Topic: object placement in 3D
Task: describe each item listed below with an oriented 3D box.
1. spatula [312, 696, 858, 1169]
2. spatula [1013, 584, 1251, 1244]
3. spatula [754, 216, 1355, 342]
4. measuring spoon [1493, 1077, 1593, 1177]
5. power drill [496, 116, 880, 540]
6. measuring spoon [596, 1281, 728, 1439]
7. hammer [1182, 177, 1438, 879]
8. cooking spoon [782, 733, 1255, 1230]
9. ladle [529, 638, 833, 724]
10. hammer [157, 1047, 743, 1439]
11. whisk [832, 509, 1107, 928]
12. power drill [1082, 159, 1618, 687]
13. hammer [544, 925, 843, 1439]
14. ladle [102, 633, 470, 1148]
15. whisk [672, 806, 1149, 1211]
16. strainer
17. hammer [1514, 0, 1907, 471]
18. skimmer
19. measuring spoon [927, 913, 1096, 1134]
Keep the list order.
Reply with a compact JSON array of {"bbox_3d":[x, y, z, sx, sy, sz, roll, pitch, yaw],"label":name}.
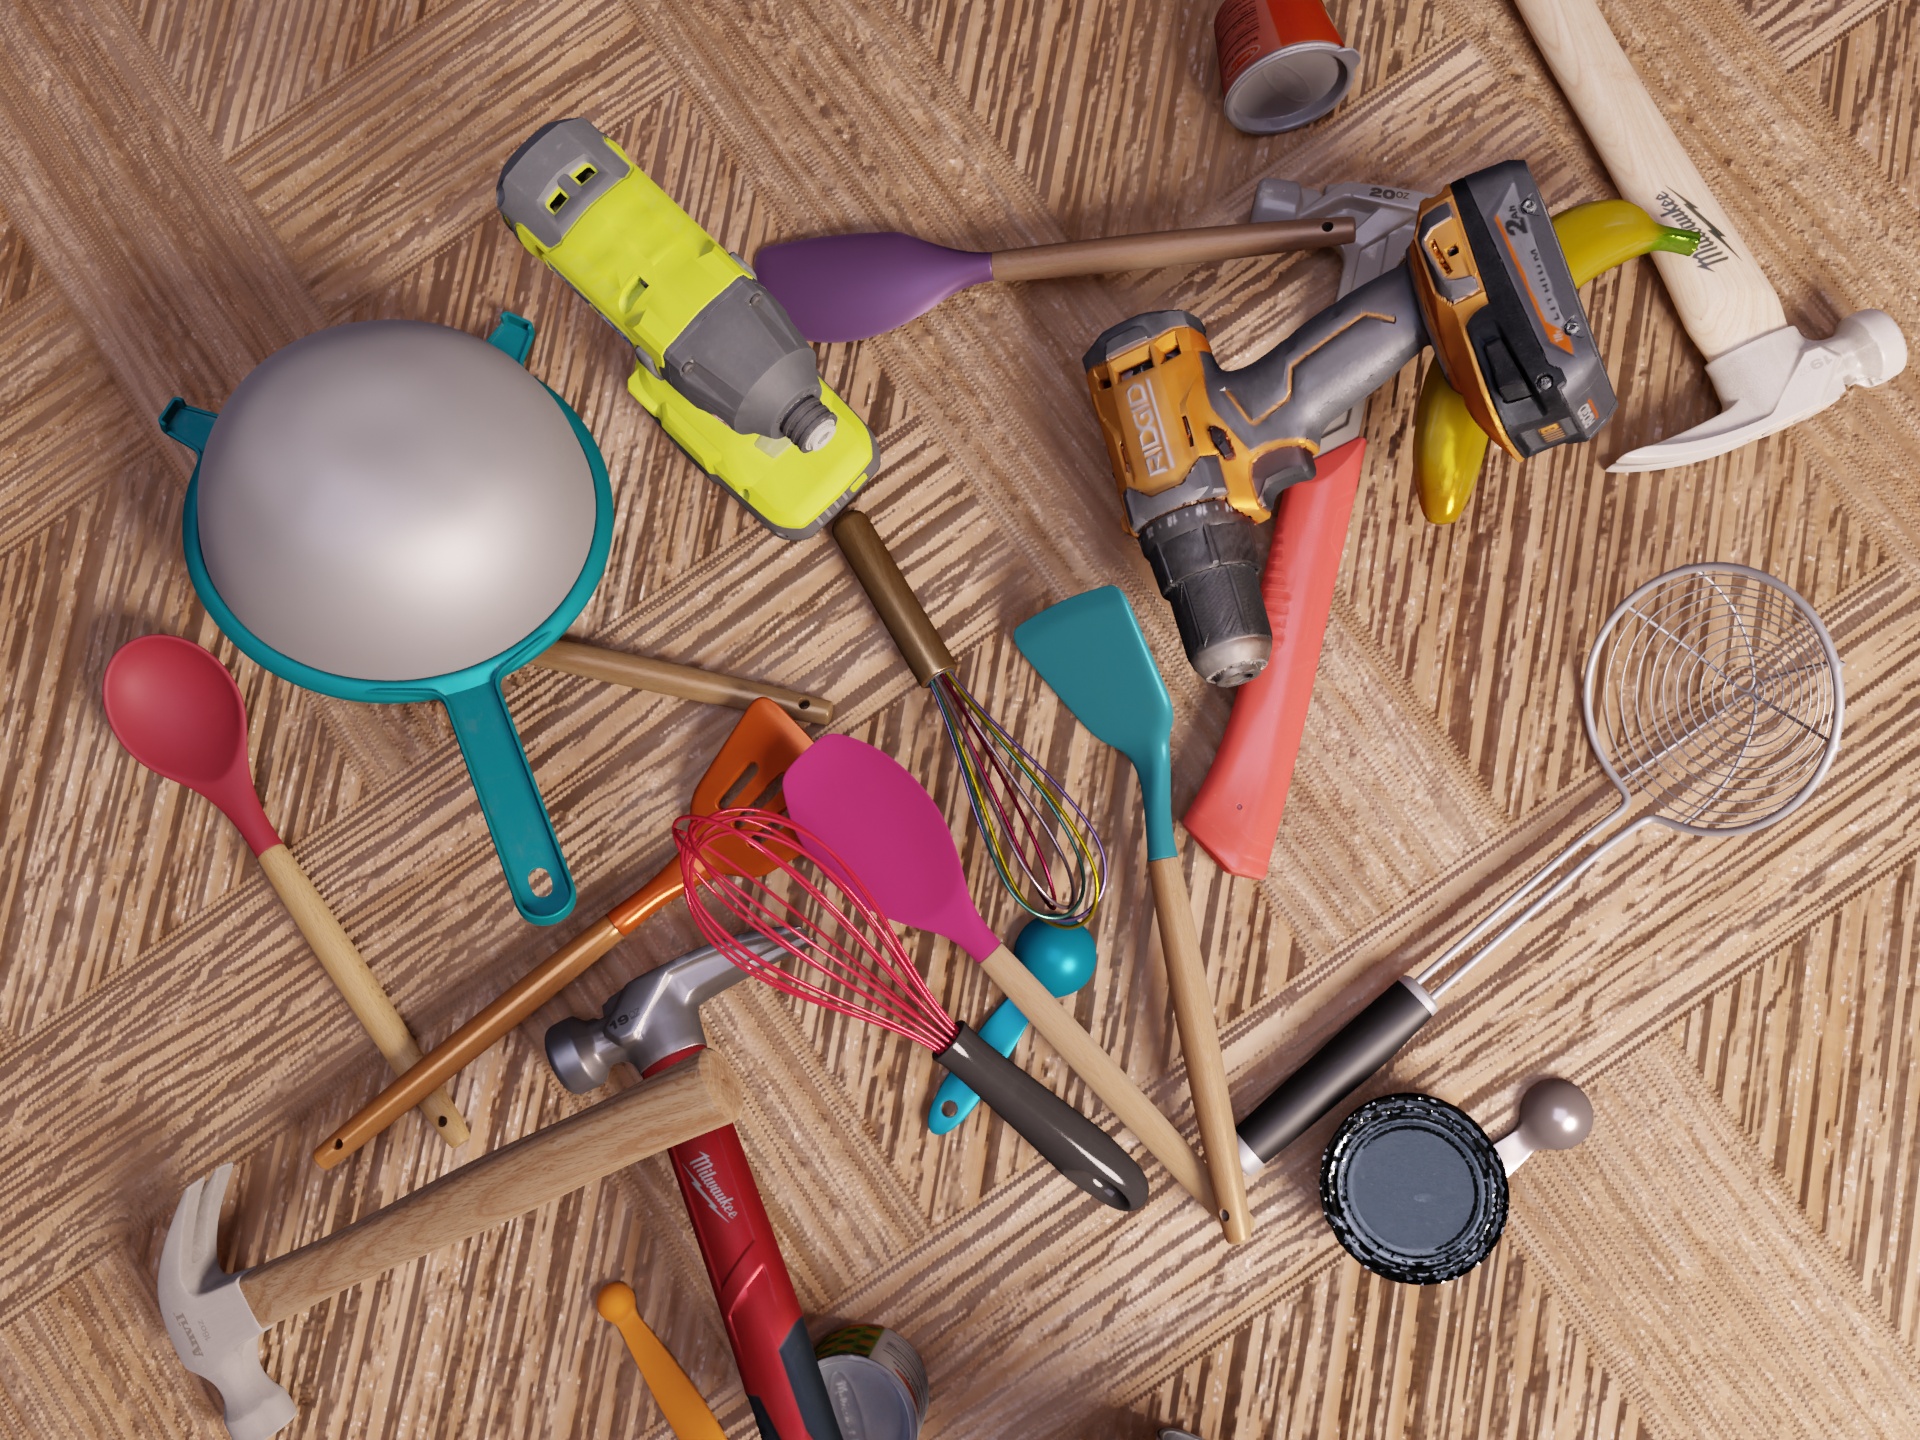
[{"bbox_3d":[-0.195,0.117,0.800,0.322,0.041,0.081,-39,82,-5],"label":"spatula"},{"bbox_3d":[0.095,0.094,0.774,0.044,0.082,0.318,-3,78,-39],"label":"spatula"},{"bbox_3d":[0.042,-0.236,0.824,0.316,0.018,0.060,-3,84,13],"label":"spatula"},{"bbox_3d":[0.256,0.220,0.769,0.124,0.018,0.034,-40,82,0],"label":"measuring spoon"},{"bbox_3d":[-0.110,-0.164,0.740,0.171,0.223,0.080,44,89,8],"label":"power drill"},{"bbox_3d":[-0.146,0.332,0.792,0.021,0.011,0.117,-35,82,0],"label":"measuring spoon"},{"bbox_3d":[0.187,-0.096,0.804,0.149,0.036,0.359,13,84,6],"label":"hammer"},{"bbox_3d":[0.031,0.133,0.777,0.068,0.017,0.319,-43,89,15],"label":"cooking spoon"},{"bbox_3d":[-0.223,-0.040,0.821,0.320,0.062,0.078,12,74,3],"label":"ladle"},{"bbox_3d":[-0.249,0.232,0.756,0.331,0.031,0.130,-27,92,15],"label":"hammer"},{"bbox_3d":[-0.003,-0.001,0.805,0.051,0.047,0.245,-25,76,-22],"label":"whisk"},{"bbox_3d":[0.177,-0.131,0.735,0.226,0.084,0.185,-20,73,26],"label":"power drill"},{"bbox_3d":[-0.070,0.282,0.722,0.143,0.038,0.387,-26,64,1],"label":"hammer"},{"bbox_3d":[-0.346,0.089,0.830,0.069,0.031,0.315,-36,84,2],"label":"ladle"},{"bbox_3d":[-0.021,0.140,0.758,0.295,0.073,0.073,41,88,-9],"label":"whisk"},{"bbox_3d":[-0.253,-0.067,0.759,0.211,0.095,0.341,-20,71,-17],"label":"strainer"},{"bbox_3d":[0.320,-0.328,0.821,0.146,0.038,0.411,-24,82,3],"label":"hammer"},{"bbox_3d":[0.254,0.079,0.750,0.363,0.090,0.127,-42,49,2],"label":"skimmer"},{"bbox_3d":[0.023,0.153,0.793,0.042,0.021,0.128,34,85,8],"label":"measuring spoon"}]
